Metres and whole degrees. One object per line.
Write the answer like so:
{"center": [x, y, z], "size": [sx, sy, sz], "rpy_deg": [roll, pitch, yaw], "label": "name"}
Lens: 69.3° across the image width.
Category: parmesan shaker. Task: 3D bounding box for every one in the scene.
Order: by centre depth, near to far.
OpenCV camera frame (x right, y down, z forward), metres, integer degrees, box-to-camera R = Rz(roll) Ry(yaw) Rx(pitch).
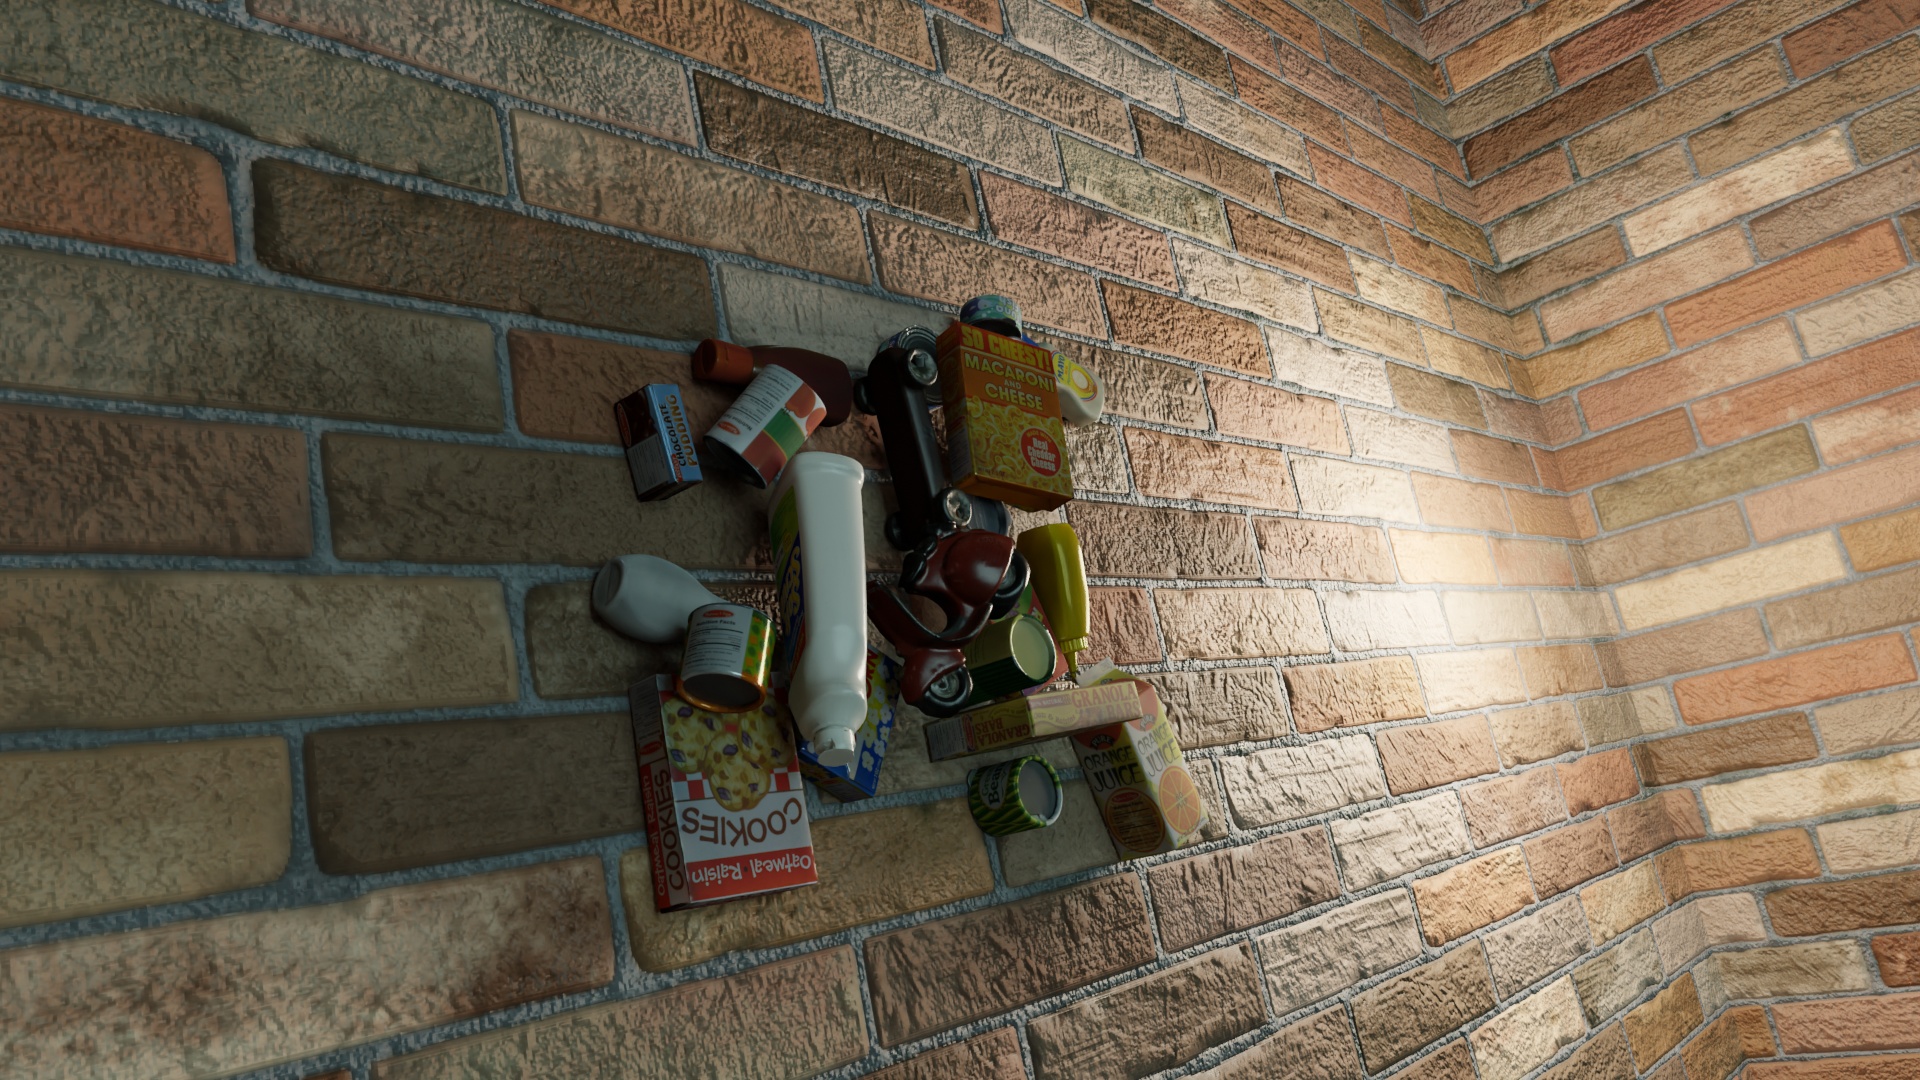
{"center": [0.028, 0.113, 1.261], "size": [0.071, 0.103, 0.071], "rpy_deg": [24, 56, -41], "label": "parmesan shaker"}

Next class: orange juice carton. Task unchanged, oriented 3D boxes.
{"center": [0.170, 0.215, 1.398], "size": [0.072, 0.073, 0.192], "rpy_deg": [-21, 88, -51], "label": "orange juice carton"}

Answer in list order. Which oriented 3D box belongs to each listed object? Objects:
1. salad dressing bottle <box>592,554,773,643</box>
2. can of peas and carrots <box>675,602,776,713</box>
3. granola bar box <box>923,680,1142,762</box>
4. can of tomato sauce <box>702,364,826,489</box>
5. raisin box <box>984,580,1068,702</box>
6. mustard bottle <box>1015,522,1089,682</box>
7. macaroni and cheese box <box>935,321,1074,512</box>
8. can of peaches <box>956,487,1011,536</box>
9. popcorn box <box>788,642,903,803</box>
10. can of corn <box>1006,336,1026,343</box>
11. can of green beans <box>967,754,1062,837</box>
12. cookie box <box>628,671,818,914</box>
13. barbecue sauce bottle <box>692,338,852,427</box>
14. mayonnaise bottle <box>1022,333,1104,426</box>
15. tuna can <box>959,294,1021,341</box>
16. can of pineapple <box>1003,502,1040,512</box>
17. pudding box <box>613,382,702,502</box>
{"center": [-0.209, 0.056, 1.068], "size": [0.147, 0.044, 0.064], "rpy_deg": [25, 53, -41], "label": "salad dressing bottle"}
{"center": [-0.170, 0.088, 1.018], "size": [0.071, 0.070, 0.059], "rpy_deg": [33, 46, -35], "label": "can of peas and carrots"}
{"center": [0.068, 0.163, 1.266], "size": [0.166, 0.124, 0.039], "rpy_deg": [0, 74, -49], "label": "granola bar box"}
{"center": [-0.161, -0.094, 1.153], "size": [0.071, 0.071, 0.083], "rpy_deg": [46, 71, -25], "label": "can of tomato sauce"}
{"center": [0.048, 0.088, 1.347], "size": [0.086, 0.040, 0.123], "rpy_deg": [-27, 94, -52], "label": "raisin box"}
{"center": [0.099, 0.064, 1.402], "size": [0.049, 0.065, 0.160], "rpy_deg": [-6, 82, -44], "label": "mustard bottle"}
{"center": [0.041, -0.119, 1.345], "size": [0.124, 0.040, 0.167], "rpy_deg": [12, 60, -36], "label": "macaroni and cheese box"}
{"center": [0.005, -0.017, 1.334], "size": [0.071, 0.058, 0.071], "rpy_deg": [25, 54, -40], "label": "can of peaches"}
{"center": [-0.099, 0.142, 1.155], "size": [0.085, 0.038, 0.127], "rpy_deg": [39, 46, -31], "label": "popcorn box"}
{"center": [0.041, -0.173, 1.449], "size": [0.071, 0.058, 0.071], "rpy_deg": [24, 56, -40], "label": "can of corn"}
{"center": [0.051, 0.233, 1.265], "size": [0.071, 0.057, 0.071], "rpy_deg": [24, 55, -40], "label": "can of green beans"}
{"center": [-0.178, 0.185, 1.044], "size": [0.123, 0.040, 0.168], "rpy_deg": [5, 67, -48], "label": "cookie box"}
{"center": [-0.163, -0.143, 1.216], "size": [0.148, 0.043, 0.065], "rpy_deg": [11, 66, -45], "label": "barbecue sauce bottle"}
{"center": [0.099, -0.184, 1.534], "size": [0.148, 0.041, 0.065], "rpy_deg": [30, 53, -37], "label": "mayonnaise bottle"}
{"center": [0.033, -0.227, 1.457], "size": [0.071, 0.071, 0.033], "rpy_deg": [26, 53, -39], "label": "tuna can"}
{"center": [0.060, -0.065, 1.414], "size": [0.058, 0.071, 0.071], "rpy_deg": [20, 58, -43], "label": "can of pineapple"}
{"center": [-0.238, -0.078, 1.093], "size": [0.030, 0.049, 0.084], "rpy_deg": [-7, 78, -52], "label": "pudding box"}
